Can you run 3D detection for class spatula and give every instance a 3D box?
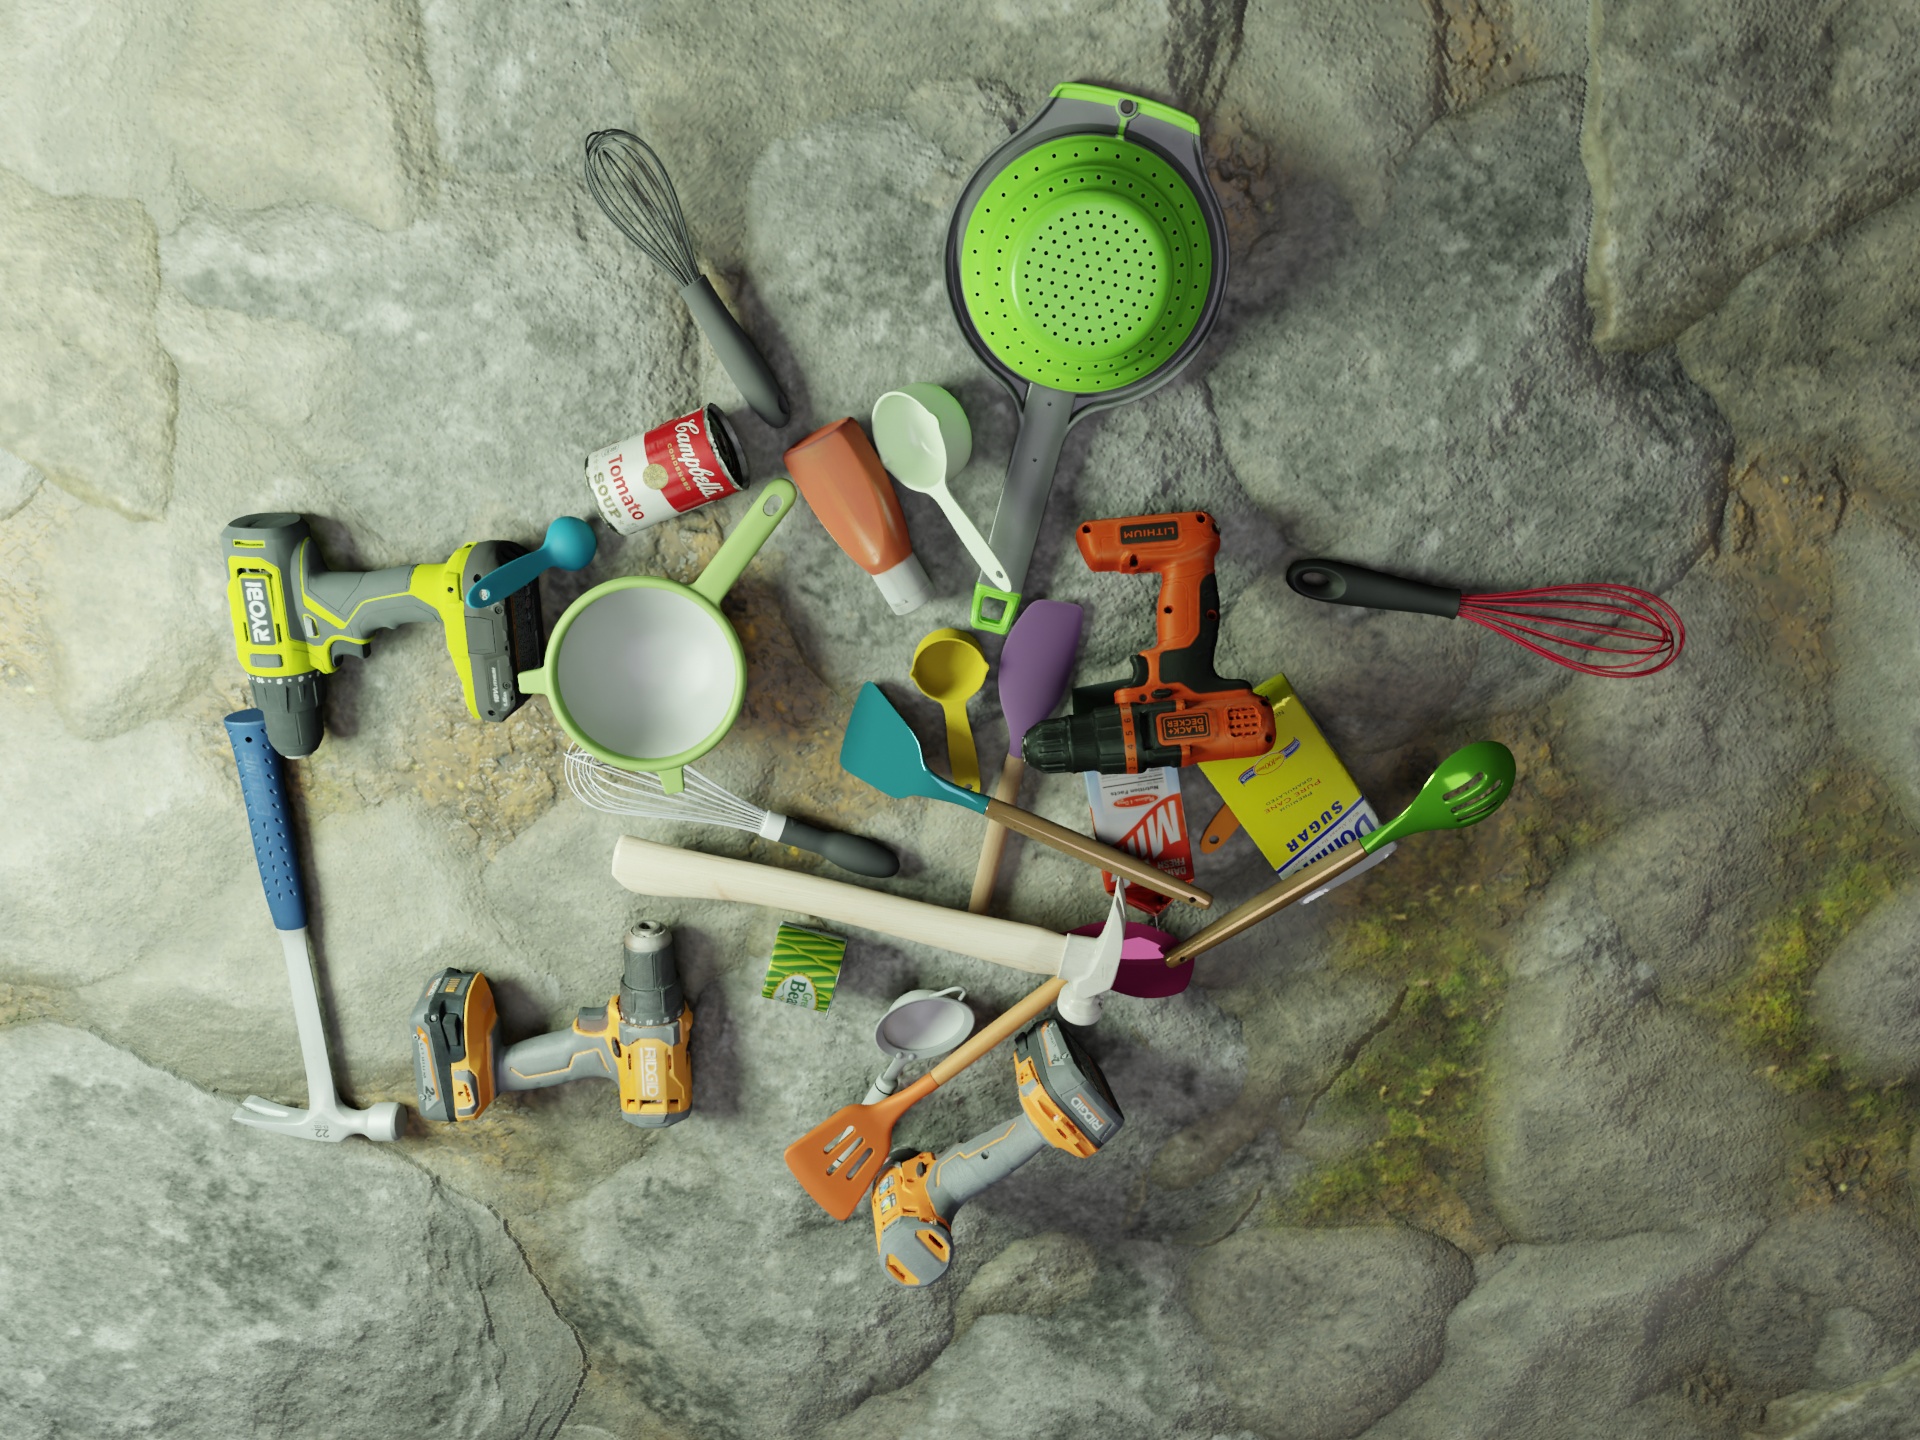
[{"bbox_3d":[0.038,0.050,1.277,0.059,0.018,0.315,6,114,-17],"label":"spatula"},{"bbox_3d":[0.049,0.071,1.229,0.317,0.044,0.082,24,116,8],"label":"spatula"},{"bbox_3d":[-0.001,0.289,1.331,0.322,0.041,0.081,-38,100,2],"label":"spatula"}]

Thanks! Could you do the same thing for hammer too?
[{"bbox_3d":[-0.074,0.143,1.265,0.410,0.038,0.146,12,130,2],"label":"hammer"},{"bbox_3d":[-0.571,0.184,1.346,0.144,0.035,0.405,0,112,2],"label":"hammer"}]

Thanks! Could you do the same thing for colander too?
[{"bbox_3d":[0.068,-0.235,1.123,0.204,0.095,0.397,14,111,-3],"label":"colander"}]

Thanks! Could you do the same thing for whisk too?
[{"bbox_3d":[-0.190,-0.311,1.133,0.055,0.055,0.238,-27,113,12],"label":"whisk"},{"bbox_3d":[0.392,-0.084,1.194,0.296,0.073,0.073,11,112,5],"label":"whisk"},{"bbox_3d":[-0.181,0.074,1.278,0.284,0.070,0.070,20,111,-11],"label":"whisk"}]

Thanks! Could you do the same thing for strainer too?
[{"bbox_3d":[-0.207,-0.082,1.217,0.151,0.069,0.256,36,96,-12],"label":"strainer"},{"bbox_3d":[-0.062,0.306,1.373,0.086,0.050,0.258,15,119,-27],"label":"strainer"}]

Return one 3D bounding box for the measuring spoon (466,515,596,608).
[{"bbox_3d":[-0.312,-0.114,1.171,0.021,0.129,0.042,-6,115,37],"label":"measuring spoon"}]

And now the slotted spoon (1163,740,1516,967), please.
[{"bbox_3d":[0.294,0.113,1.241,0.313,0.031,0.070,-33,120,15],"label":"slotted spoon"}]

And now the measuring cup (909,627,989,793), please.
[{"bbox_3d":[-0.002,-0.004,1.261,0.062,0.029,0.156,-6,123,5],"label":"measuring cup"}]

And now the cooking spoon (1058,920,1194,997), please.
[{"bbox_3d":[0.034,0.178,1.309,0.319,0.017,0.068,11,113,2],"label":"cooking spoon"}]

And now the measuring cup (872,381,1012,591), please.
[{"bbox_3d":[0.000,-0.170,1.155,0.167,0.038,0.083,56,146,-4],"label":"measuring cup"}]

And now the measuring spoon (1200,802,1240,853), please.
[{"bbox_3d":[0.230,0.063,1.280,0.021,0.011,0.117,31,109,-10],"label":"measuring spoon"}]

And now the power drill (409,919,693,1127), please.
[{"bbox_3d":[-0.340,0.255,1.344,0.226,0.084,0.185,1,111,-3],"label":"power drill"}]

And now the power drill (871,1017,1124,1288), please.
[{"bbox_3d":[0.018,0.357,1.342,0.226,0.164,0.084,-40,106,3],"label":"power drill"}]

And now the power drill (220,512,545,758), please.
[{"bbox_3d":[-0.445,-0.059,1.224,0.228,0.080,0.190,2,111,4],"label":"power drill"}]
